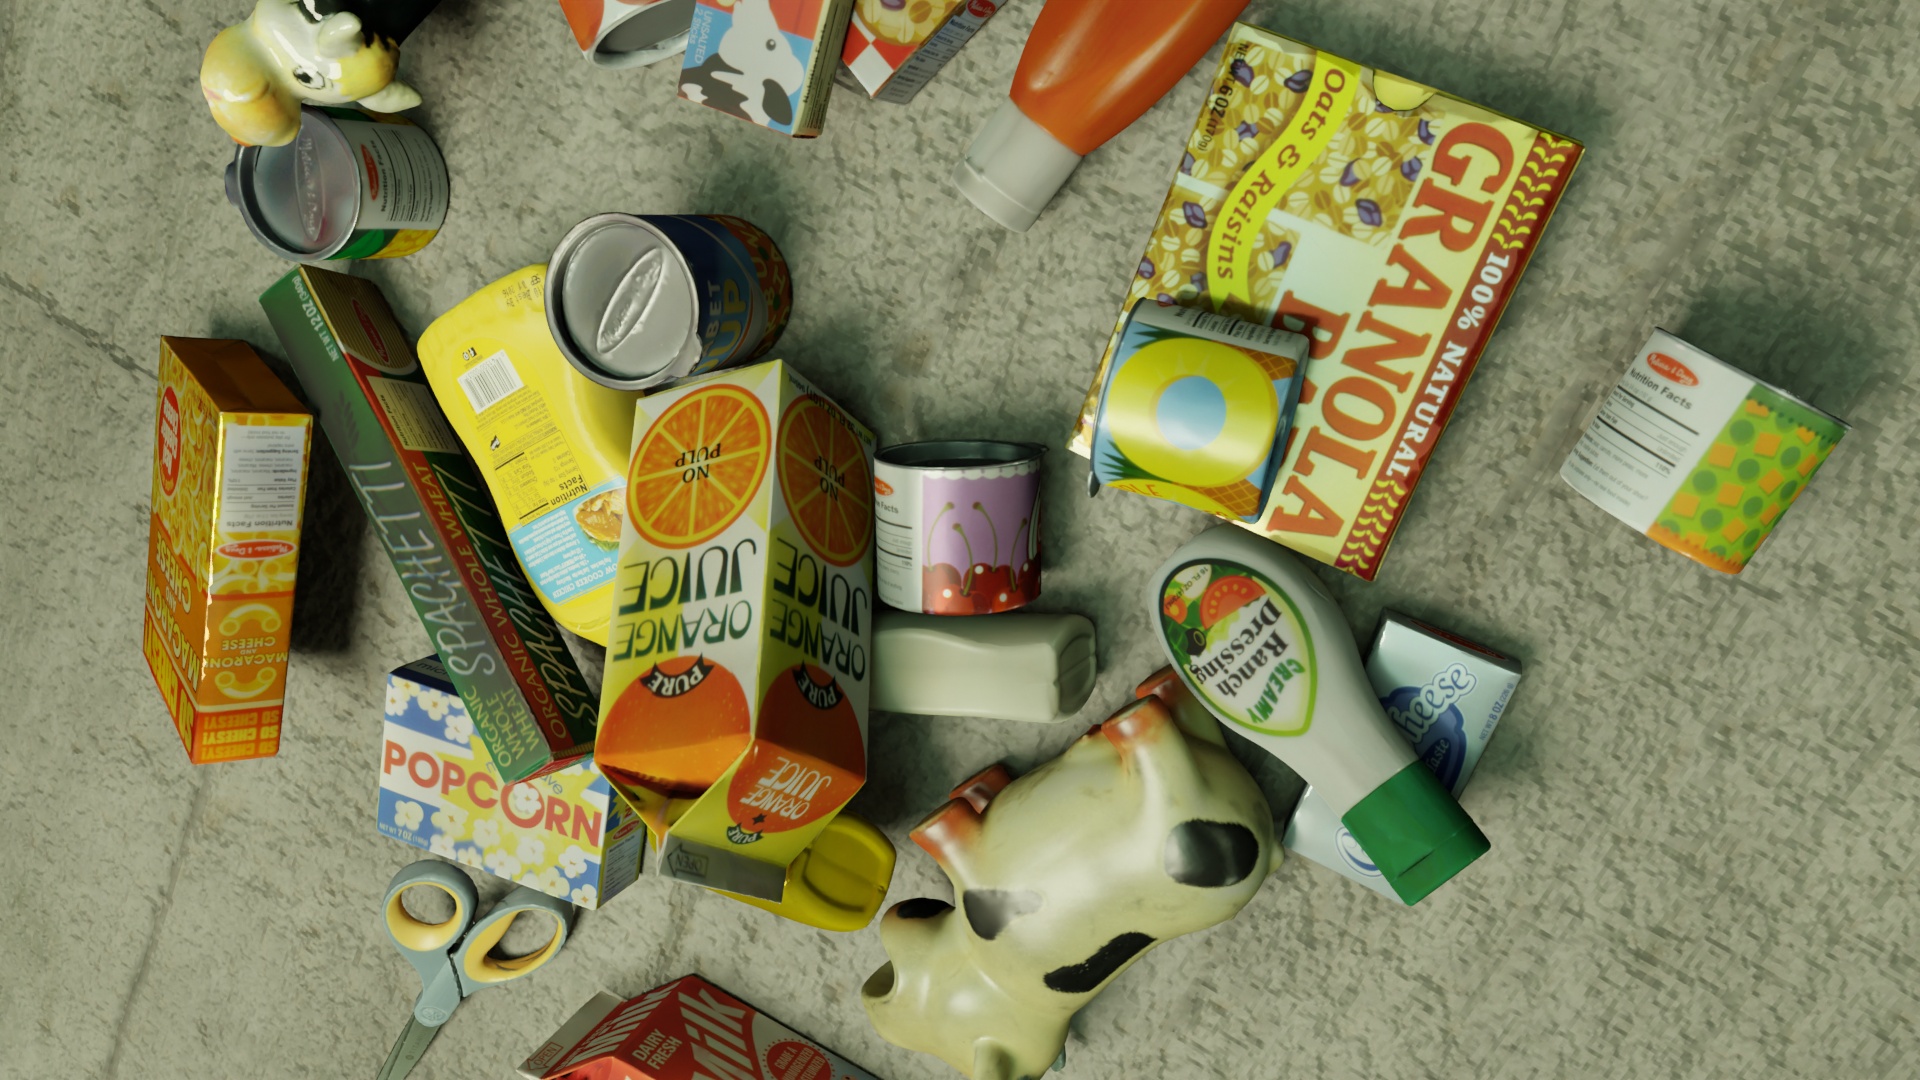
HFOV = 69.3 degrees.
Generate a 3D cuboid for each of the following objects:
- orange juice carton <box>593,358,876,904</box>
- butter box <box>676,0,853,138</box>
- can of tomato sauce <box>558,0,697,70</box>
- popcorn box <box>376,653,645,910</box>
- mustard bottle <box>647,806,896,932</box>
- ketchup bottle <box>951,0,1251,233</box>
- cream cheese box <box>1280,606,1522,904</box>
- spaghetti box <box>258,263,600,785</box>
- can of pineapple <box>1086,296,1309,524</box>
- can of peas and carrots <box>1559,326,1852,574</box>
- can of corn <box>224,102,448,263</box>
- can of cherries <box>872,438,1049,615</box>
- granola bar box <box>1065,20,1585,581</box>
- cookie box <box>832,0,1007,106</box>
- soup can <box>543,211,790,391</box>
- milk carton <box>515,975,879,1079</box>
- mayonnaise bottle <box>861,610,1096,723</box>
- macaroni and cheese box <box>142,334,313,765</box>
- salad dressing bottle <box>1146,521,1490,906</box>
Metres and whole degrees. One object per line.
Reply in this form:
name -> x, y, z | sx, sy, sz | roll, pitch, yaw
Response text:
orange juice carton -> -0.082, 0.036, 0.527 | 0.073, 0.071, 0.193 | -12, 62, 26
butter box -> -0.065, -0.205, 0.506 | 0.053, 0.024, 0.103 | 22, 110, 14
can of tomato sauce -> -0.133, -0.237, 0.539 | 0.071, 0.071, 0.083 | -22, 95, 22
popcorn box -> -0.212, 0.112, 0.658 | 0.127, 0.038, 0.085 | 15, 105, 15
mustard bottle -> -0.096, 0.128, 0.598 | 0.160, 0.065, 0.049 | 0, 58, 49
ketchup bottle -> 0.054, -0.180, 0.500 | 0.148, 0.043, 0.065 | -50, 56, 22
cream cheese box -> 0.167, 0.082, 0.532 | 0.053, 0.024, 0.103 | 24, 108, 14
spaghetti box -> -0.230, -0.009, 0.610 | 0.028, 0.050, 0.250 | -32, 81, 14
can of pineapple -> 0.080, -0.042, 0.469 | 0.058, 0.071, 0.070 | 16, 107, 15
can of peas and carrots -> 0.246, -0.029, 0.460 | 0.071, 0.071, 0.058 | 31, 110, 10
can of corn -> -0.272, -0.156, 0.610 | 0.071, 0.058, 0.071 | 4, 103, 18
can of cherries -> 0.002, -0.007, 0.547 | 0.071, 0.072, 0.058 | 3, 103, 18
granola bar box -> 0.126, -0.085, 0.502 | 0.124, 0.039, 0.165 | 25, 109, 12
cookie box -> -0.007, -0.265, 0.506 | 0.167, 0.040, 0.123 | -40, 87, 22
soup can -> -0.112, -0.095, 0.555 | 0.071, 0.084, 0.071 | 4, 104, 18
milk carton -> -0.105, 0.270, 0.638 | 0.191, 0.072, 0.073 | 25, 109, 12
mayonnaise bottle -> -0.022, 0.050, 0.570 | 0.148, 0.065, 0.041 | 0, 97, 23
macaroni and cheese box -> -0.345, 0.001, 0.648 | 0.124, 0.040, 0.165 | 31, 114, 45
salad dressing bottle -> 0.129, 0.061, 0.506 | 0.064, 0.044, 0.148 | -49, 65, 28
